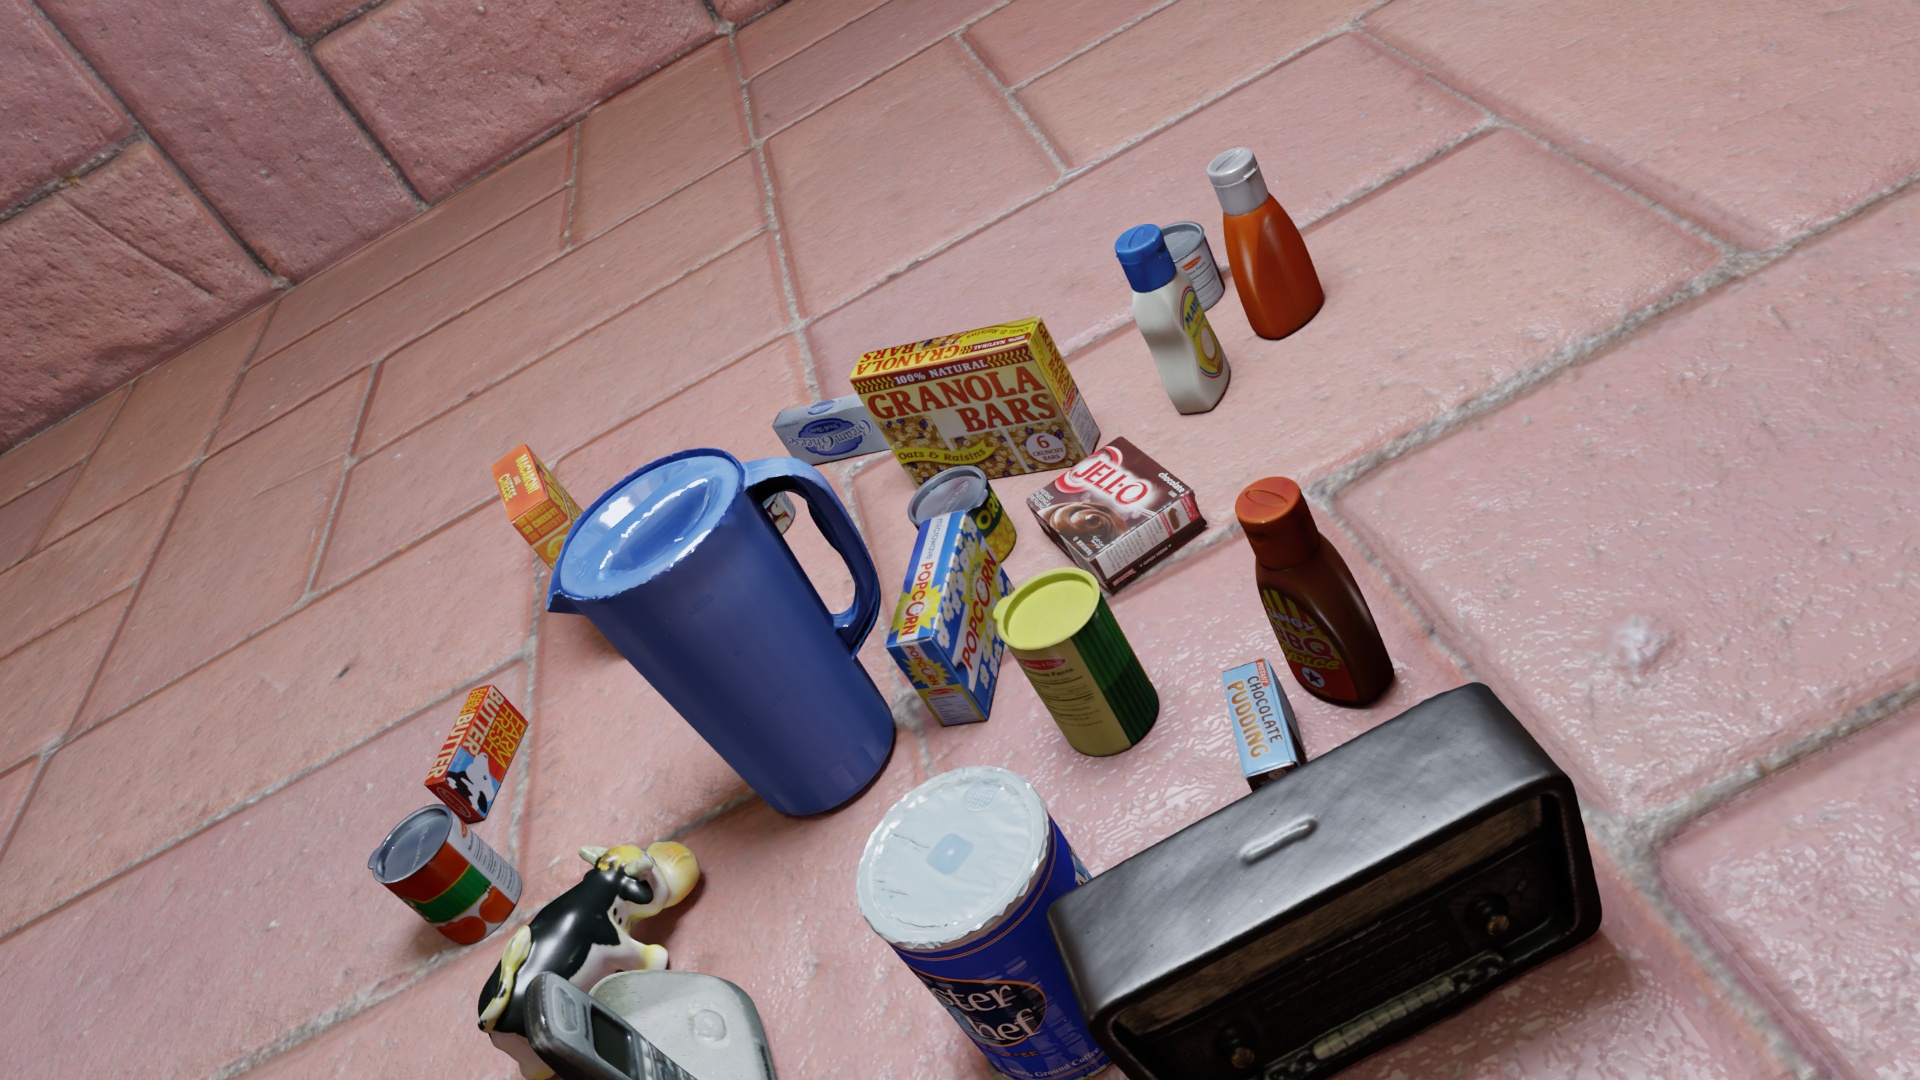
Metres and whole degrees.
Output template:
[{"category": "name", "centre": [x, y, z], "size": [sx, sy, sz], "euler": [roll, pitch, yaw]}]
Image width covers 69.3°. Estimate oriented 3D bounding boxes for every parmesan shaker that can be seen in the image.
[{"category": "parmesan shaker", "centre": [0.072, 0.075, 0.856], "size": [0.071, 0.102, 0.072], "euler": [-20, 36, 16]}]

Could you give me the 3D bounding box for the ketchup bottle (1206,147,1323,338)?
[{"category": "ketchup bottle", "centre": [0.233, -0.231, 1.075], "size": [0.065, 0.148, 0.043], "euler": [-42, 36, -14]}]

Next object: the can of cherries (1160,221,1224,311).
[{"category": "can of cherries", "centre": [0.186, -0.231, 1.191], "size": [0.071, 0.058, 0.072], "euler": [-20, 36, 16]}]

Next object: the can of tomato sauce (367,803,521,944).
[{"category": "can of tomato sauce", "centre": [-0.370, 0.242, 1.000], "size": [0.071, 0.082, 0.071], "euler": [-20, 36, 16]}]

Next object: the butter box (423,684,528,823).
[{"category": "butter box", "centre": [-0.392, 0.172, 1.130], "size": [0.024, 0.053, 0.104], "euler": [-16, 37, 22]}]

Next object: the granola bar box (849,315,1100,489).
[{"category": "granola bar box", "centre": [0.011, -0.106, 1.109], "size": [0.165, 0.123, 0.039], "euler": [-7, 41, 31]}]

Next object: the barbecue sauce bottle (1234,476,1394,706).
[{"category": "barbecue sauce bottle", "centre": [0.195, 0.029, 0.780], "size": [0.044, 0.148, 0.065], "euler": [-45, 36, -18]}]

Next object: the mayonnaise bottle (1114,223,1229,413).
[{"category": "mayonnaise bottle", "centre": [0.160, -0.169, 1.054], "size": [0.041, 0.147, 0.065], "euler": [-4, 43, 34]}]

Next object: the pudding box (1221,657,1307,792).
[{"category": "pudding box", "centre": [0.174, 0.113, 0.779], "size": [0.030, 0.049, 0.084], "euler": [-21, 36, 15]}]

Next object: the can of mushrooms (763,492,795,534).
[{"category": "can of mushrooms", "centre": [-0.184, -0.023, 1.233], "size": [0.071, 0.033, 0.071], "euler": [-20, 36, 16]}]

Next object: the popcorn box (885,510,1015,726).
[{"category": "popcorn box", "centre": [-0.004, 0.052, 0.958], "size": [0.038, 0.085, 0.127], "euler": [-13, 38, 25]}]

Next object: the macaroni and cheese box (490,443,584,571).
[{"category": "macaroni and cheese box", "centre": [-0.327, 0.007, 1.186], "size": [0.040, 0.166, 0.124], "euler": [-36, 35, -6]}]

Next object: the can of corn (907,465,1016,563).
[{"category": "can of corn", "centre": [0.004, -0.013, 1.057], "size": [0.071, 0.058, 0.071], "euler": [-20, 36, 16]}]

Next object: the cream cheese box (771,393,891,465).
[{"category": "cream cheese box", "centre": [-0.113, -0.100, 1.258], "size": [0.103, 0.053, 0.024], "euler": [-10, 40, 28]}]
